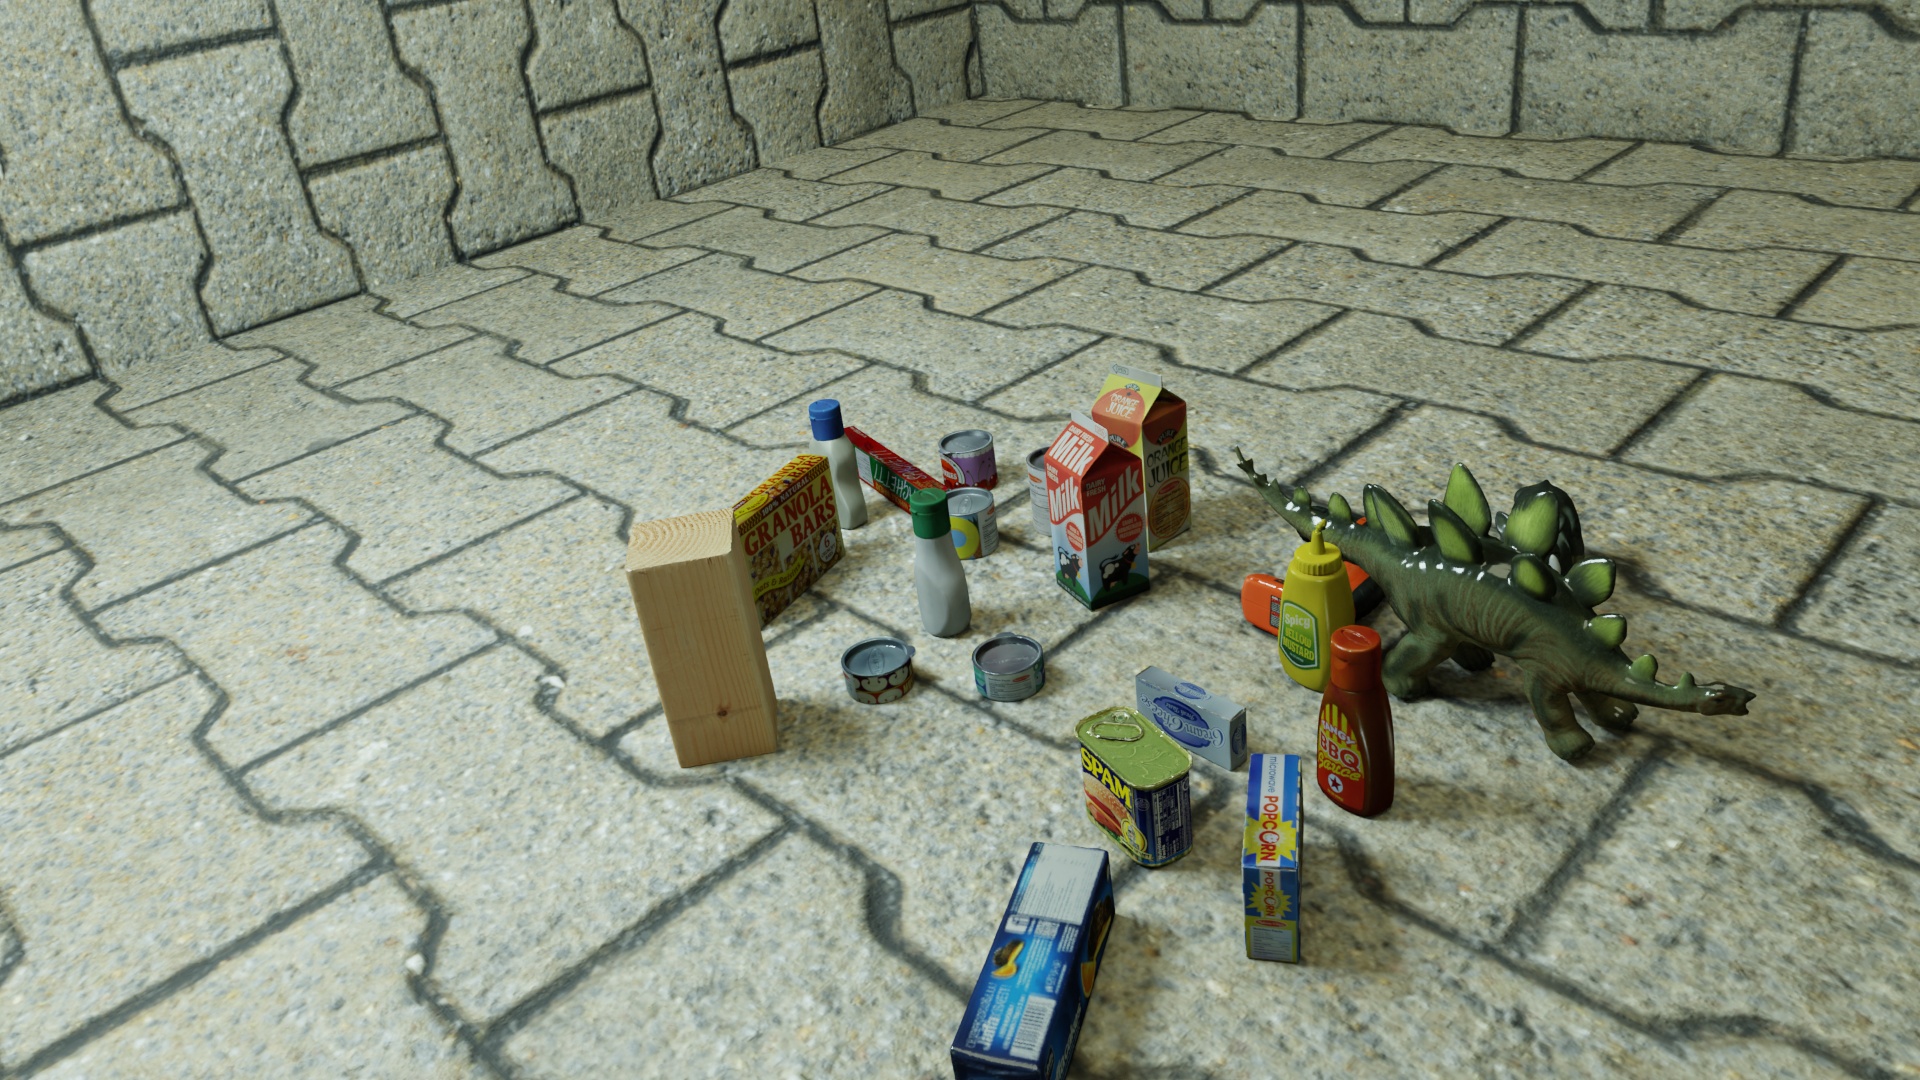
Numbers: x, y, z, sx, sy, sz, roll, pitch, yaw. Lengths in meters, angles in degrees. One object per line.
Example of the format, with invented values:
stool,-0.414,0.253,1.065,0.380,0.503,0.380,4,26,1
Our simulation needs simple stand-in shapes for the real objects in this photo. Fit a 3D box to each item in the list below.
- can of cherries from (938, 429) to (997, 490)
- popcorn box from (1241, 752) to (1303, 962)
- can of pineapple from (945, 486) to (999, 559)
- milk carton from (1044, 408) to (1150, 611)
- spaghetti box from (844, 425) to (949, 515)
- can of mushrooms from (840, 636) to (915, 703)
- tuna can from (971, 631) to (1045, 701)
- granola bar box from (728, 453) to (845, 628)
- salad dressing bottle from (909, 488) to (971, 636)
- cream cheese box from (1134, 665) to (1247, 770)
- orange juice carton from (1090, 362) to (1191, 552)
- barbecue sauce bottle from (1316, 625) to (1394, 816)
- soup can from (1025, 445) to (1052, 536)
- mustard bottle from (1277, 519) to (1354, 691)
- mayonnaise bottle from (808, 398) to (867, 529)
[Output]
can of cherries,0.007,-0.093,1.658,0.071,0.058,0.072,-6,28,3
popcorn box,0.223,0.222,0.988,0.038,0.084,0.127,0,29,15
can of pineapple,0.005,-0.019,1.522,0.071,0.057,0.071,-6,28,3
milk carton,0.135,-0.035,1.378,0.074,0.189,0.072,-19,30,-20
spaghetti box,-0.082,-0.076,1.658,0.029,0.050,0.250,-21,31,-24
can of mushrooms,-0.075,0.122,1.306,0.071,0.033,0.071,-6,28,3
tuna can,0.045,0.117,1.286,0.071,0.032,0.071,-6,28,3
granola bar box,-0.190,-0.002,1.468,0.039,0.123,0.166,8,32,28
salad dressing bottle,-0.022,0.022,1.358,0.044,0.147,0.064,-23,31,-26
cream cheese box,0.194,0.148,1.167,0.024,0.053,0.104,-28,34,-33
orange juice carton,0.192,-0.094,1.471,0.073,0.191,0.072,-28,34,-33
barbecue sauce bottle,0.302,0.136,1.062,0.044,0.147,0.065,-21,30,-23
soup can,0.112,-0.056,1.536,0.071,0.083,0.072,-6,28,3
mustard bottle,0.308,0.052,1.204,0.049,0.159,0.065,-24,32,-28
mayonnaise bottle,-0.144,-0.088,1.593,0.041,0.147,0.065,-27,33,-32
